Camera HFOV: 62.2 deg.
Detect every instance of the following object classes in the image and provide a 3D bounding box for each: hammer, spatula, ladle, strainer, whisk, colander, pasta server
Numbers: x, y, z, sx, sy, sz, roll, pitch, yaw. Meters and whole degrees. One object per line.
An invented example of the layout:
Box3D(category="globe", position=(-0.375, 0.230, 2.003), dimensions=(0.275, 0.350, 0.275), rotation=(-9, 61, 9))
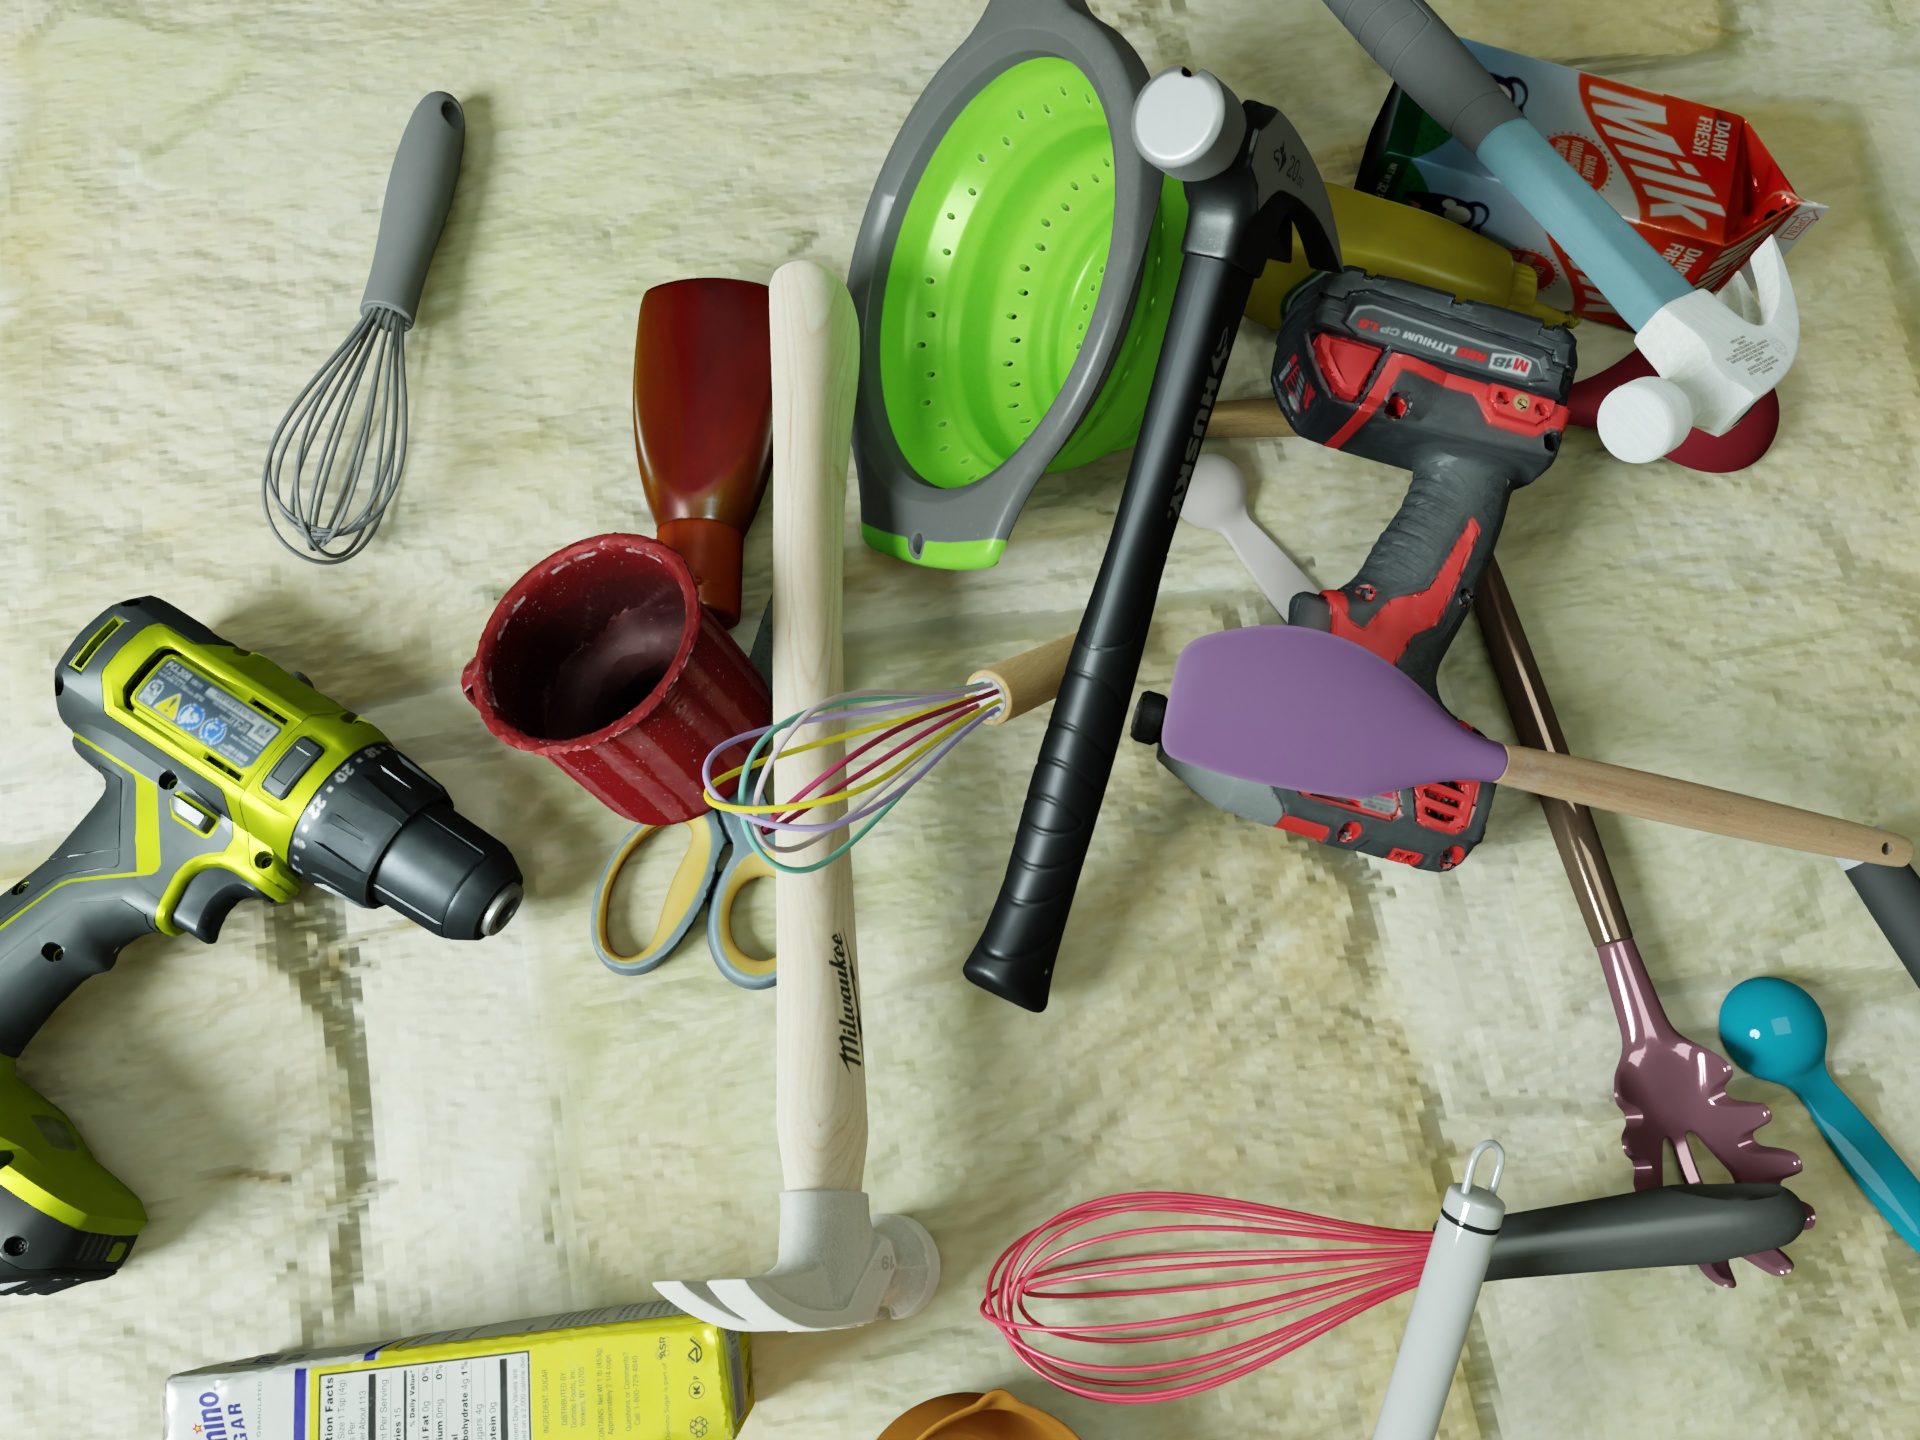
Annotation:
Box3D(category="hammer", position=(-0.059, 0.007, 0.590), dimensions=(0.038, 0.146, 0.411), rotation=(-10, 70, 19))
Box3D(category="spatula", position=(0.227, 0.019, 0.605), dimensions=(0.315, 0.018, 0.060), rotation=(13, 92, -12))
Box3D(category="ladle", position=(0.217, -0.139, 0.710), dimensions=(0.315, 0.031, 0.069), rotation=(-3, 73, -2))
Box3D(category="strainer", position=(0.144, 0.261, 0.537), dimensions=(0.086, 0.050, 0.258), rotation=(12, 97, -19))
Box3D(category="whisk", position=(-0.250, -0.176, 0.684), dimensions=(0.055, 0.055, 0.239), rotation=(7, 68, -1))
Box3D(category="hammer", position=(0.212, -0.247, 0.650), dimensions=(0.128, 0.033, 0.331), rotation=(-24, 69, -29))
Box3D(category="whisk", position=(0.001, -0.001, 0.577), dimensions=(0.245, 0.047, 0.051), rotation=(-24, 86, -51))
Box3D(category="colander", position=(0.054, -0.253, 0.643), dimensions=(0.094, 0.205, 0.397), rotation=(7, 96, -33))
Box3D(category="hammer", position=(0.063, -0.048, 0.583), dimensions=(0.035, 0.146, 0.334), rotation=(21, 102, 27))
Box3D(category="pasta server", position=(0.257, 0.062, 0.643), dimensions=(0.060, 0.040, 0.316), rotation=(-15, 73, 4))
Box3D(category="whisk", position=(0.154, 0.194, 0.568), dimensions=(0.296, 0.073, 0.073), rotation=(-7, 73, 0))

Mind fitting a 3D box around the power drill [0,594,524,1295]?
Box3D(category="power drill", position=(-0.294, 0.087, 0.584), dimensions=(0.190, 0.080, 0.228), rotation=(31, 71, 7))

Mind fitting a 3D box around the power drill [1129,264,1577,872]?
Box3D(category="power drill", position=(0.159, -0.060, 0.645), dimensions=(0.143, 0.078, 0.220), rotation=(15, 83, 0))

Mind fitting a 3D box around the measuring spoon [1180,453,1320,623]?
Box3D(category="measuring spoon", position=(0.137, -0.068, 0.686), dimensions=(0.034, 0.018, 0.124), rotation=(-35, 79, -13))

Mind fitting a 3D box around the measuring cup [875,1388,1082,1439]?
Box3D(category="measuring cup", position=(0.043, 0.282, 0.560), dimensions=(0.173, 0.052, 0.095), rotation=(7, 73, -20))

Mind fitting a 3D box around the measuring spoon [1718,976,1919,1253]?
Box3D(category="measuring spoon", position=(0.352, 0.157, 0.625), dimensions=(0.042, 0.021, 0.129), rotation=(-31, 76, -12))

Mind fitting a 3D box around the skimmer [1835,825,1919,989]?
Box3D(category="skimmer", position=(0.471, 0.186, 0.589), dimensions=(0.127, 0.090, 0.363), rotation=(-14, 68, -41))
